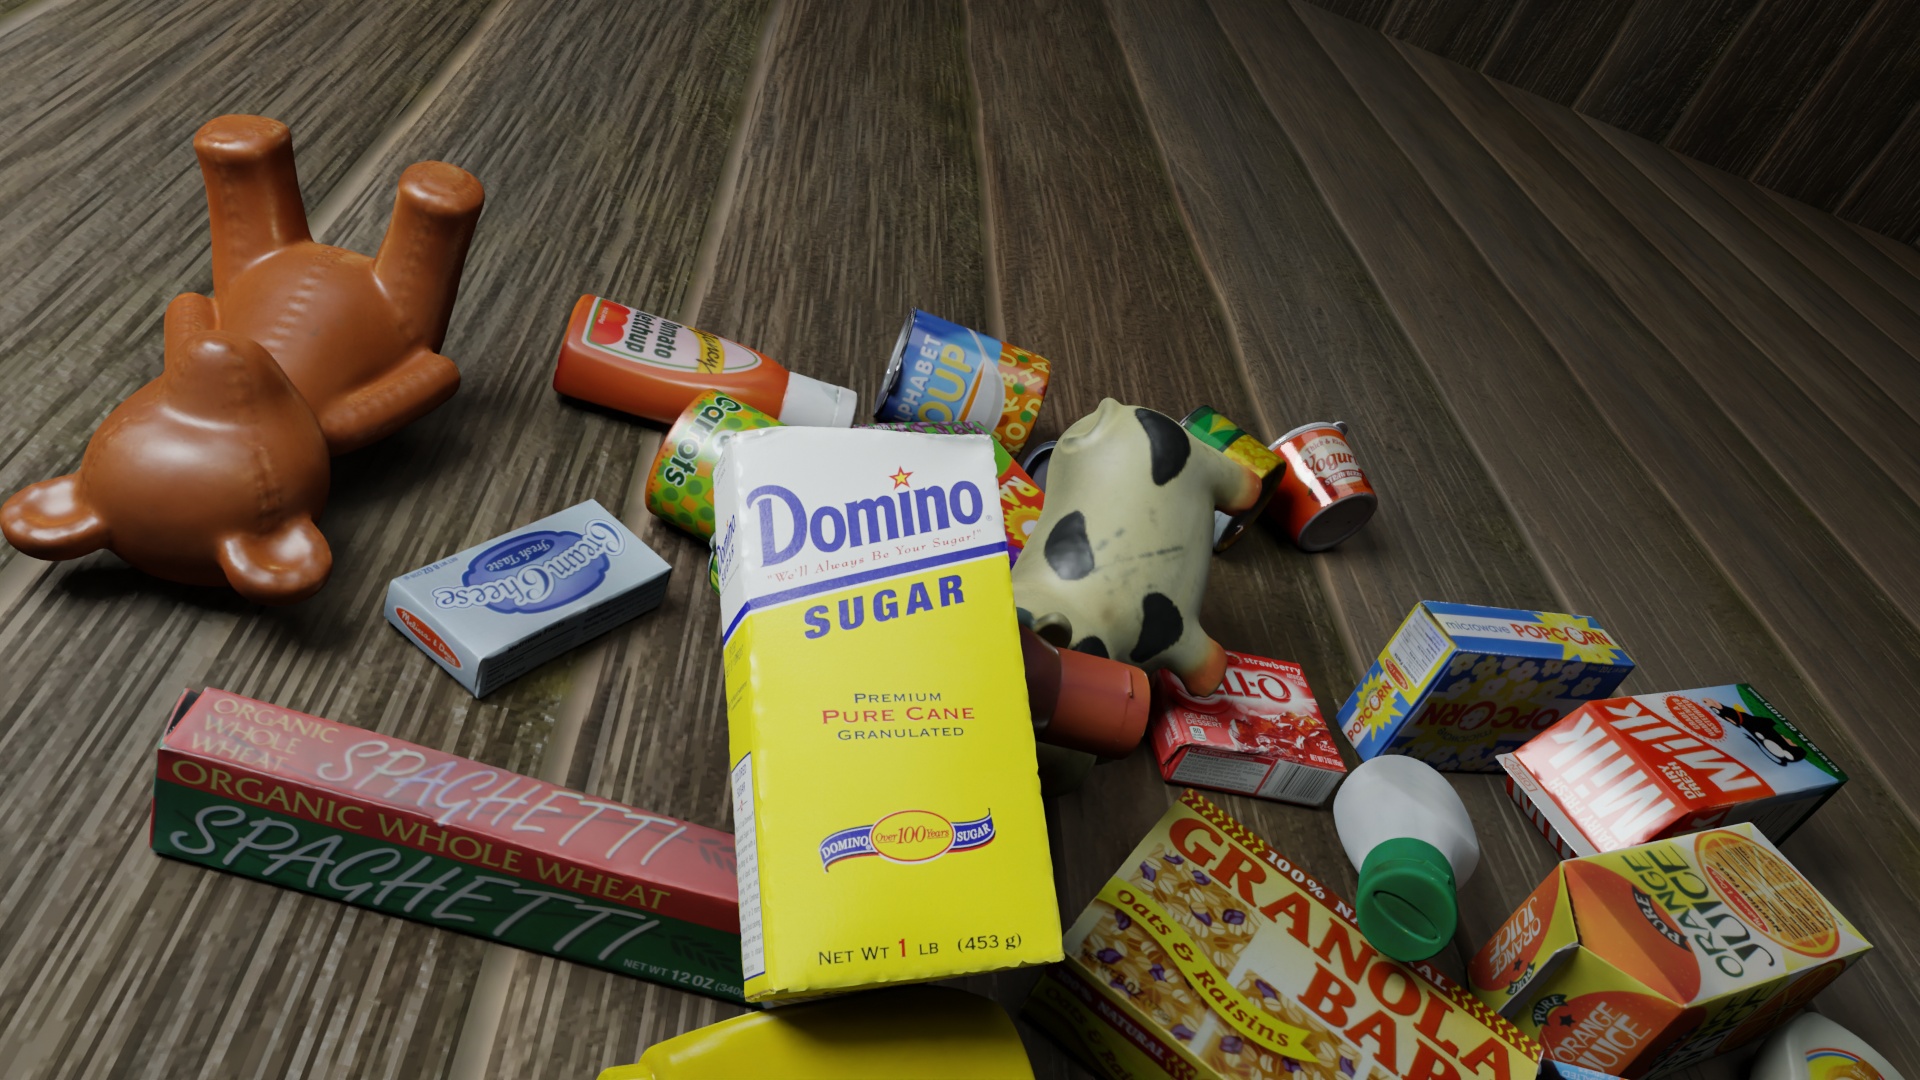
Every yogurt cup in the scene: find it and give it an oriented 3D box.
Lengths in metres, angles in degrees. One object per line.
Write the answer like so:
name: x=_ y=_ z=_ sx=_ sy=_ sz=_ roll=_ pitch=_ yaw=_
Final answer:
yogurt cup: x=0.217 y=-0.030 z=0.850 sx=0.072 sy=0.072 sz=0.054 roll=-1 pitch=49 yaw=-34

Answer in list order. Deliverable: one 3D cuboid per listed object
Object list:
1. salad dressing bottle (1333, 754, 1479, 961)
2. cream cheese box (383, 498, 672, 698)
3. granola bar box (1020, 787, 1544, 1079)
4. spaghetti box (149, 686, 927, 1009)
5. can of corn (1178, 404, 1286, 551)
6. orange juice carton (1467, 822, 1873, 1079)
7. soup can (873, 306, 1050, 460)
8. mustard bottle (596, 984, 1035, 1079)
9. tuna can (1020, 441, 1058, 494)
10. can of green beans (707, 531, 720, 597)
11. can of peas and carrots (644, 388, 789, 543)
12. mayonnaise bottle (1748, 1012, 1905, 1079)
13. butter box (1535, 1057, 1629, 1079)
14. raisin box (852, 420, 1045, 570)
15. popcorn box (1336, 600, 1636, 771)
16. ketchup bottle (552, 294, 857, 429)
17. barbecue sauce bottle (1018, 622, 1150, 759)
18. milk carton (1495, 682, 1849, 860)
salad dressing bottle: x=0.186 y=0.131 z=0.581 sx=0.064 sy=0.044 sz=0.148 roll=37 pitch=15 yaw=11
cream cheese box: x=-0.172 y=0.021 z=0.563 sx=0.053 sy=0.024 sz=0.104 roll=37 pitch=35 yaw=16
granola bar box: x=0.122 y=0.181 z=0.516 sx=0.166 sy=0.038 sz=0.125 roll=36 pitch=34 yaw=16
spaghetti box: x=-0.129 y=0.107 z=0.449 sx=0.250 sy=0.050 sz=0.029 roll=18 pitch=32 yaw=-10
can of corn: x=0.149 y=-0.037 z=0.810 sx=0.058 sy=0.070 sz=0.071 roll=39 pitch=36 yaw=19
orange juice carton: x=0.294 y=0.181 z=0.597 sx=0.193 sy=0.071 sz=0.073 roll=0 pitch=40 yaw=-33
soup can: x=0.001 y=-0.085 z=0.782 sx=0.084 sy=0.071 sz=0.072 roll=20 pitch=33 yaw=-9
mustard bottle: x=-0.056 y=0.170 z=0.409 sx=0.160 sy=0.048 sz=0.065 roll=5 pitch=39 yaw=-26
tuna can: x=0.063 y=-0.019 z=0.729 sx=0.033 sy=0.070 sz=0.071 roll=-4 pitch=43 yaw=-37
can of green beans: x=-0.065 y=0.019 z=0.598 sx=0.071 sy=0.071 sz=0.058 roll=-14 pitch=50 yaw=-44
can of peas and carrots: x=-0.103 y=-0.030 z=0.636 sx=0.059 sy=0.070 sz=0.071 roll=27 pitch=33 yaw=5
mayonnaise bottle: x=0.340 y=0.251 z=0.557 sx=0.149 sy=0.041 sz=0.065 roll=-19 pitch=55 yaw=-46
butter box: x=0.260 y=0.229 z=0.514 sx=0.103 sy=0.024 sz=0.053 roll=8 pitch=27 yaw=22
raisin box: x=0.003 y=-0.009 z=0.704 sx=0.086 sy=0.039 sz=0.124 roll=-5 pitch=42 yaw=-38
popcorn box: x=0.268 y=0.077 z=0.712 sx=0.127 sy=0.084 sz=0.038 roll=6 pitch=37 yaw=-26
ketchup bottle: x=-0.129 y=-0.080 z=0.715 sx=0.149 sy=0.043 sz=0.065 roll=16 pitch=34 yaw=-14
barbecue sauce bottle: x=-0.004 y=0.048 z=0.509 sx=0.148 sy=0.043 sz=0.065 roll=15 pitch=46 yaw=-15
milk carton: x=0.355 y=0.128 z=0.708 sx=0.191 sy=0.073 sz=0.072 roll=-1 pitch=41 yaw=-33
